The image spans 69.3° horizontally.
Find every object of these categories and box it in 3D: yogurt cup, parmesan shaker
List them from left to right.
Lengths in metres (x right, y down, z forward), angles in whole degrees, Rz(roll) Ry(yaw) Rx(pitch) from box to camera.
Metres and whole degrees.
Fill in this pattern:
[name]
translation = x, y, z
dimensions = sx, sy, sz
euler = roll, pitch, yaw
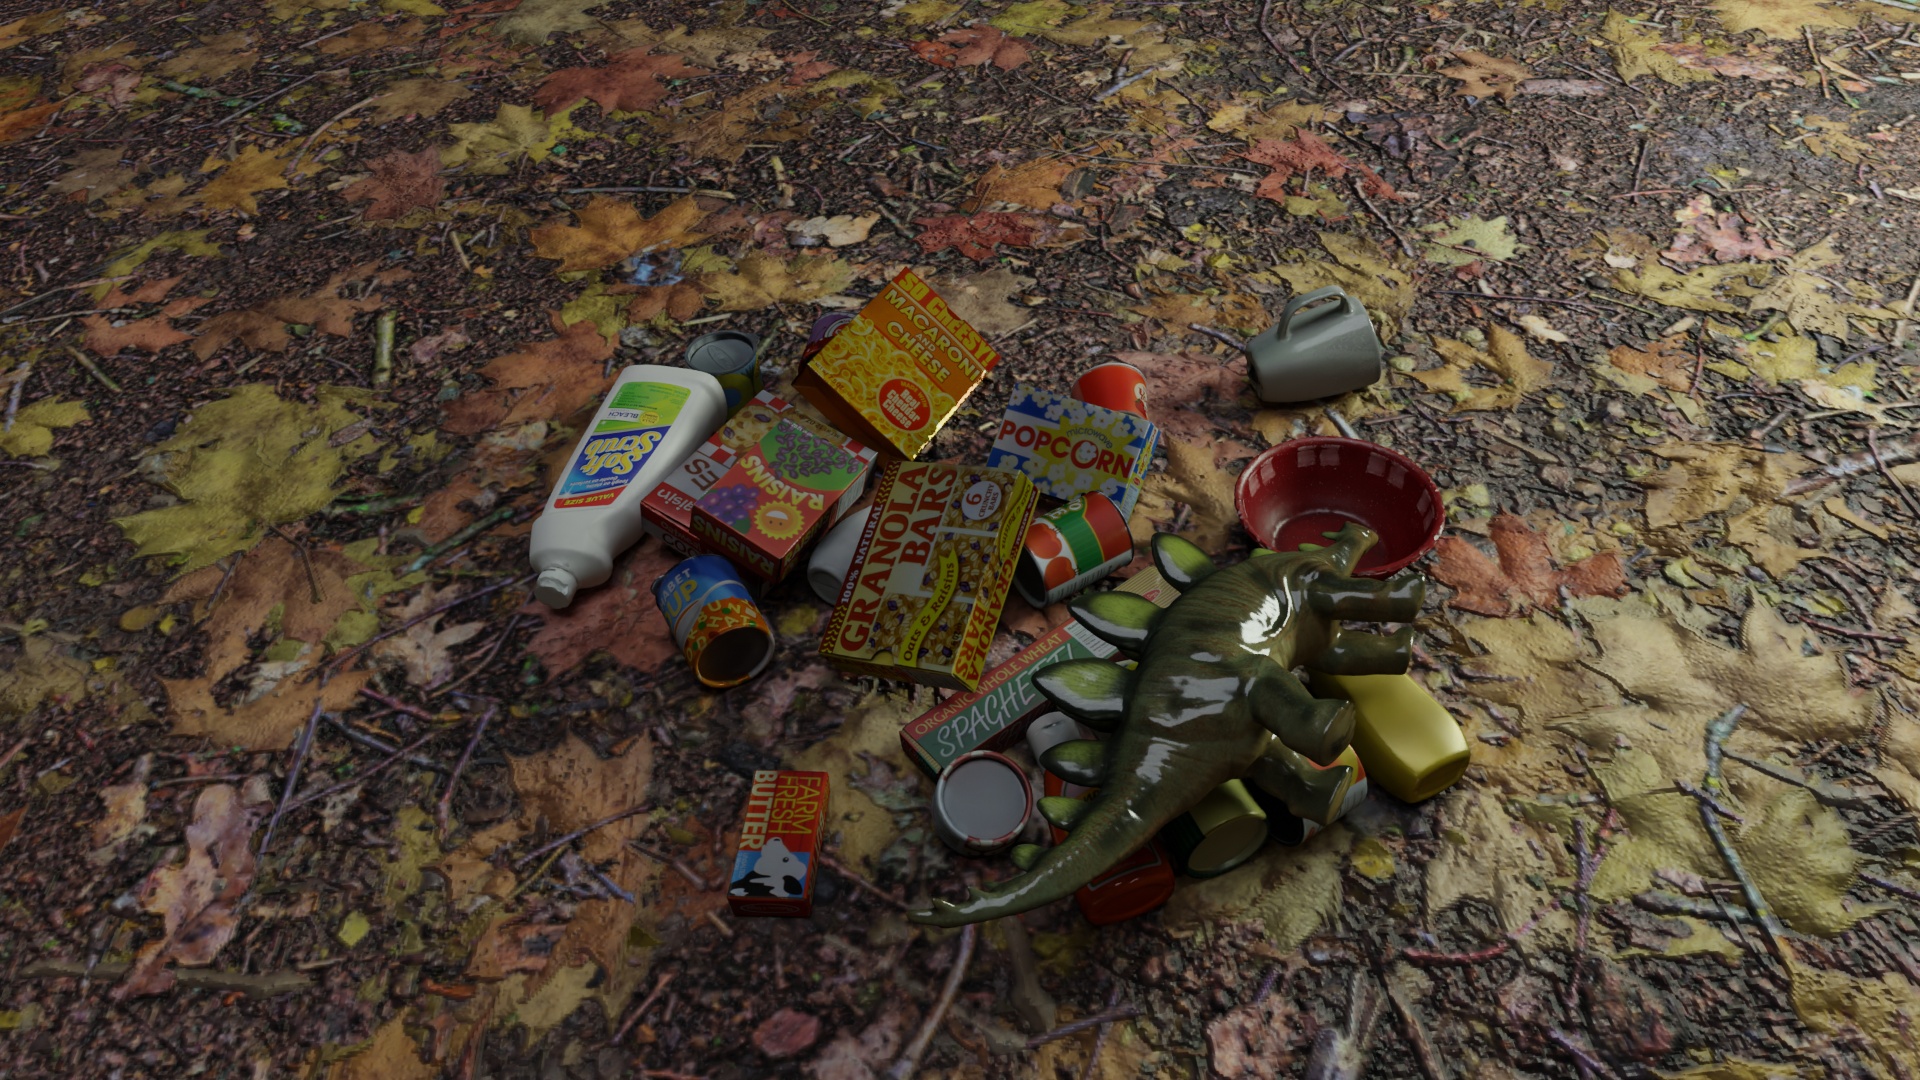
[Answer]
[yogurt cup]
translation = 0.133, -0.114, 1.215
dimensions = 0.072, 0.072, 0.054
euler = -5, 52, -1
[parmesan shaker]
translation = 0.150, 0.165, 0.924
dimensions = 0.071, 0.071, 0.103
euler = -17, 46, -13

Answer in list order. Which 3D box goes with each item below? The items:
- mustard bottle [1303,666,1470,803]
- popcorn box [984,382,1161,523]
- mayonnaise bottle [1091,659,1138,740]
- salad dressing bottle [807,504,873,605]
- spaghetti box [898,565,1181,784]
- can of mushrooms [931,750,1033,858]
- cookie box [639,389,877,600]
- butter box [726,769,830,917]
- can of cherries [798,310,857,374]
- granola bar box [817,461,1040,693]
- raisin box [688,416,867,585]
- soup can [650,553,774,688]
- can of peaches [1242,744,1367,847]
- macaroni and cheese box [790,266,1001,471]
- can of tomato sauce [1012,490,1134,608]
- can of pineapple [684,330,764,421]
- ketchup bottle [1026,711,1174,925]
[mustard bottle]
translation = 0.288, 0.111, 0.982
dimensions = 0.065, 0.048, 0.161
euler = -19, 45, -16
[popcorn box]
translation = 0.092, -0.074, 1.164
dimensions = 0.127, 0.038, 0.085
euler = 19, 86, 21
[mayonnaise bottle]
translation = 0.161, 0.101, 1.006
dimensions = 0.148, 0.041, 0.065
euler = -21, 47, -16
[salad dressing bottle]
translation = -0.065, -0.008, 1.134
dimensions = 0.064, 0.043, 0.148
euler = 17, 47, 28
[spaghetti box]
translation = 0.067, 0.098, 1.026
dimensions = 0.251, 0.028, 0.050
euler = -31, 50, -25
[can of mushrooms]
translation = 0.017, 0.176, 0.932
dimensions = 0.071, 0.033, 0.071
euler = 3, 62, -5
[cookie box]
translation = -0.166, -0.042, 1.161
dimensions = 0.123, 0.040, 0.168
euler = 29, 52, 14
[butter box]
translation = -0.120, 0.202, 0.935
dimensions = 0.053, 0.024, 0.104
euler = 1, 44, 6
[can of cherries]
translation = -0.111, -0.171, 1.285
dimensions = 0.071, 0.071, 0.059
euler = 4, 45, 8
[granola bar box]
translation = -0.024, 0.023, 1.035
dimensions = 0.124, 0.039, 0.166
euler = 5, 67, 34
[raisin box]
translation = -0.144, -0.033, 1.105
dimensions = 0.086, 0.039, 0.124
euler = 31, 51, 10
[soup can]
translation = -0.189, 0.061, 1.053
dimensions = 0.071, 0.071, 0.084
euler = -22, 47, -17
[can of peaches]
translation = 0.225, 0.159, 0.924
dimensions = 0.058, 0.071, 0.071
euler = -25, 48, -21
[macaroni and cheese box]
translation = -0.053, -0.152, 1.240
dimensions = 0.123, 0.040, 0.167
euler = 43, 52, -6
[can of tomato sauce]
translation = 0.083, 0.006, 1.092
dimensions = 0.083, 0.070, 0.071
euler = -26, 48, -20
[can of pineapple]
translation = -0.215, -0.152, 1.281
dimensions = 0.071, 0.057, 0.071
euler = -2, 44, 2
[ketchup bottle]
translation = 0.086, 0.181, 0.929
dimensions = 0.065, 0.043, 0.149
euler = -18, 45, -8
